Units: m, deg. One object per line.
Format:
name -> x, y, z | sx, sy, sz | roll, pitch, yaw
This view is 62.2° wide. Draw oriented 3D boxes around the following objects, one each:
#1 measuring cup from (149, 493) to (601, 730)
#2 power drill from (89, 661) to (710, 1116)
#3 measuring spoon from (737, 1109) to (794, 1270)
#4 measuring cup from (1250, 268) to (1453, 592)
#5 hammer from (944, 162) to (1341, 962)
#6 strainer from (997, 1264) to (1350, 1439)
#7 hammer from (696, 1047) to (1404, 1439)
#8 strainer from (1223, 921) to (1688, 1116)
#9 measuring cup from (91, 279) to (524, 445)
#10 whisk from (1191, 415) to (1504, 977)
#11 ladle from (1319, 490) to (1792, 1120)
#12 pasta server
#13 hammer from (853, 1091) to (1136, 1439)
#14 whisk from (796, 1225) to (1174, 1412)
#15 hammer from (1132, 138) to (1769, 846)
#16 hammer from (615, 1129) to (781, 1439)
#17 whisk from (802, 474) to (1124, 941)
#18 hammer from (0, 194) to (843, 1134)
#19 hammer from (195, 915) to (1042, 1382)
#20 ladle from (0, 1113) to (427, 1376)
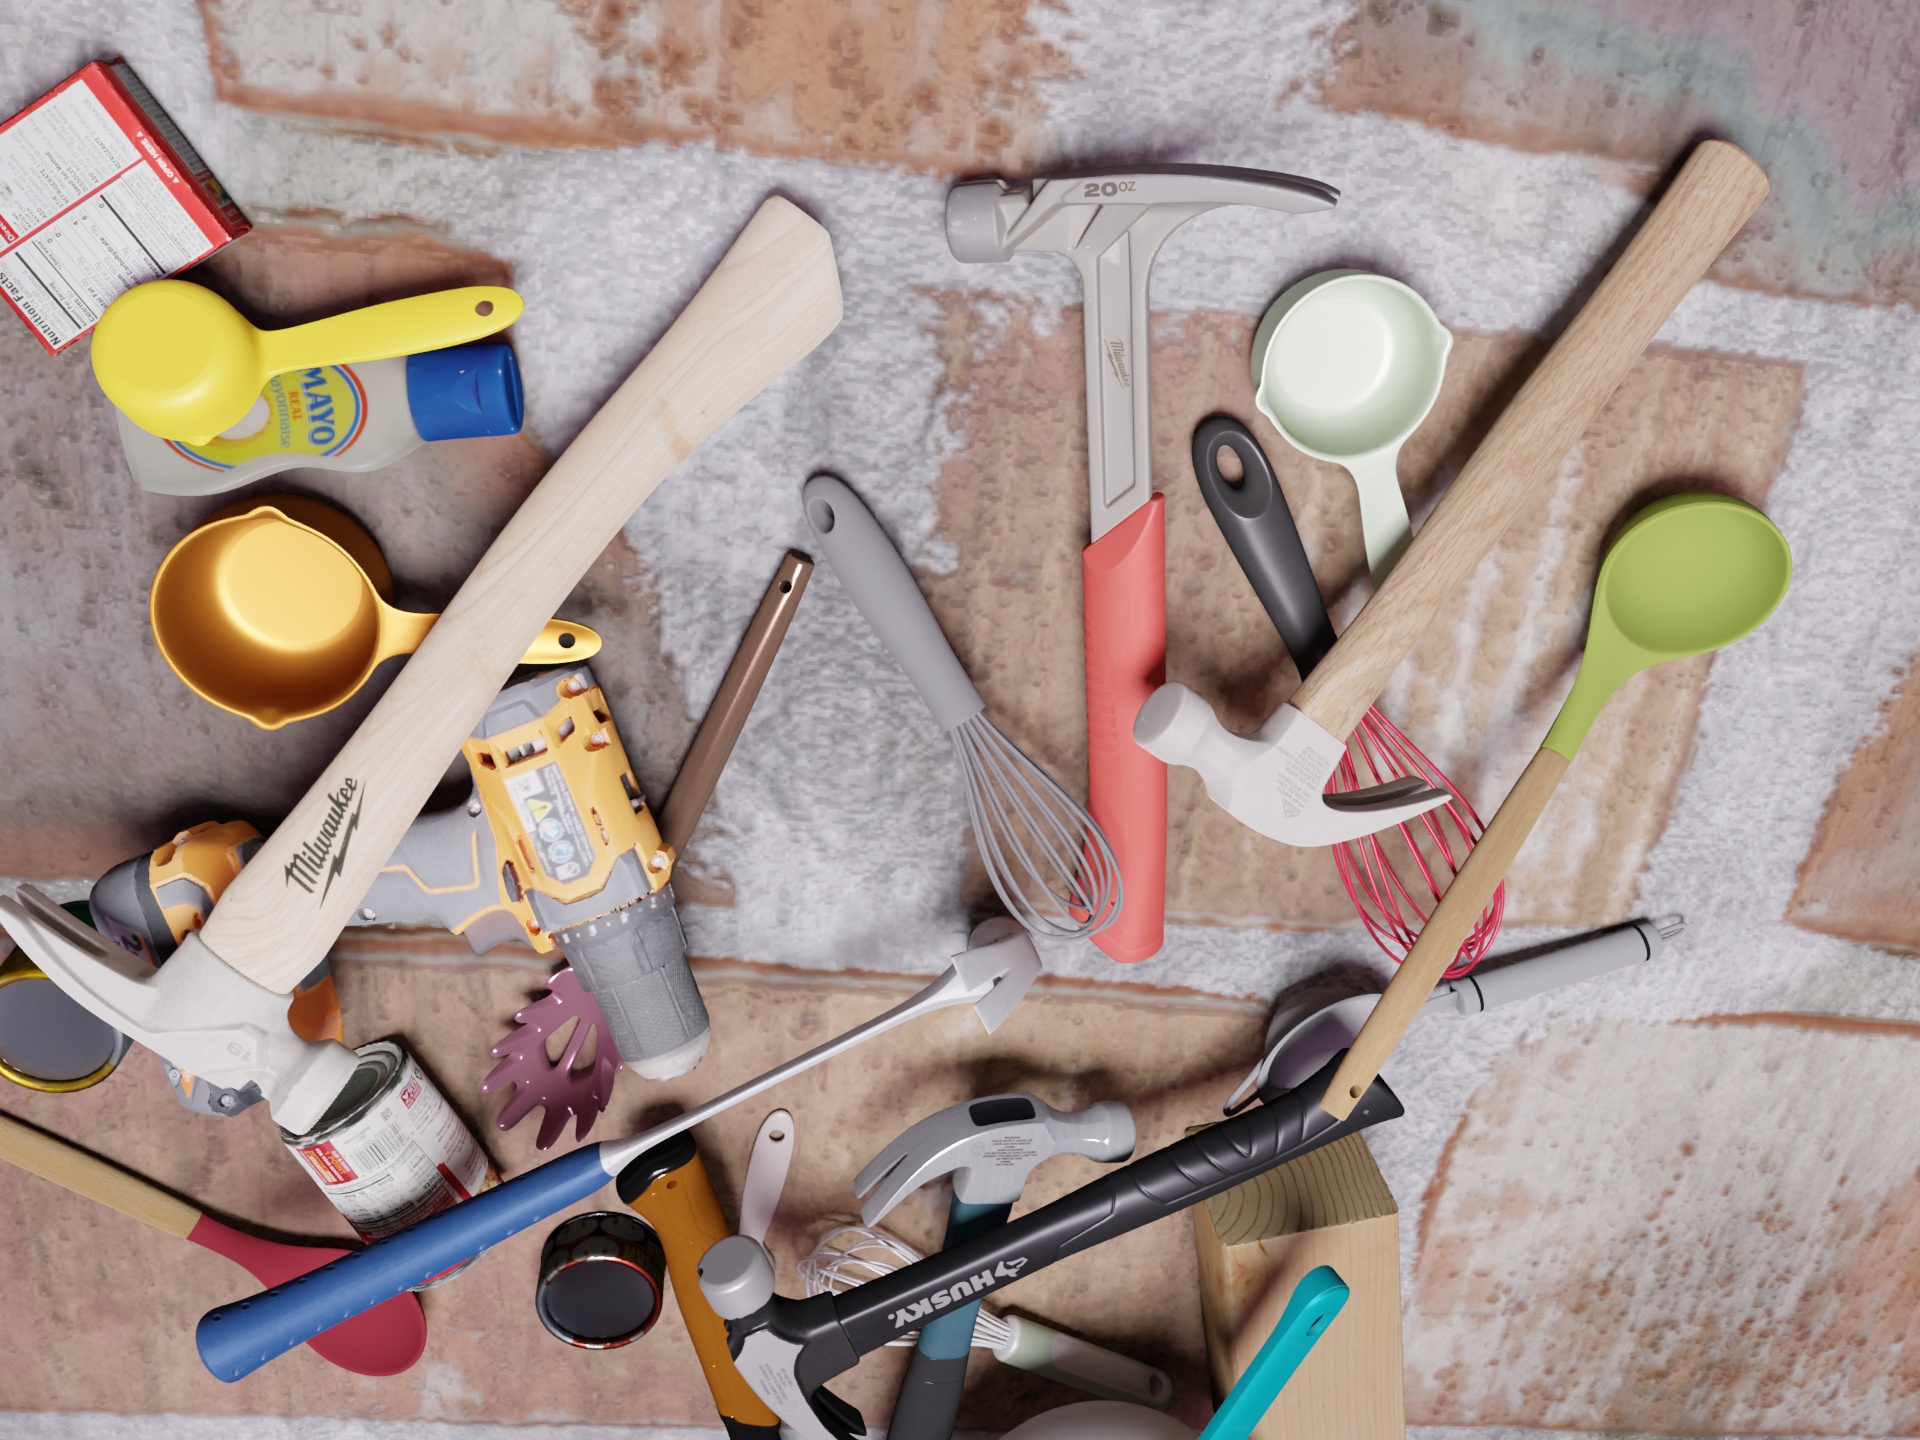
measuring cup -> -0.238, -0.046, 0.663 | 0.173, 0.052, 0.095 | 4, 113, -14
power drill -> -0.231, 0.097, 0.693 | 0.226, 0.084, 0.185 | -21, 97, 3
measuring spoon -> -0.106, 0.258, 0.833 | 0.034, 0.018, 0.124 | 11, 113, -10
measuring cup -> 0.171, -0.111, 0.679 | 0.083, 0.038, 0.167 | -18, 117, 3
hammer -> 0.079, -0.050, 0.681 | 0.149, 0.037, 0.358 | 4, 119, 17
strainer -> 0.078, 0.368, 0.792 | 0.210, 0.095, 0.340 | 8, 118, -38
hammer -> 0.056, 0.242, 0.755 | 0.335, 0.035, 0.146 | -23, 119, -5
strainer -> 0.246, 0.140, 0.801 | 0.258, 0.050, 0.086 | -16, 136, -5
measuring cup -> -0.242, -0.145, 0.591 | 0.156, 0.029, 0.062 | -12, 82, -3
whisk -> 0.174, -0.005, 0.719 | 0.073, 0.073, 0.295 | -27, 108, 7
ladle -> 0.252, 0.039, 0.690 | 0.078, 0.062, 0.320 | 35, 85, -16
pasta server -> -0.139, 0.064, 0.730 | 0.060, 0.040, 0.316 | 28, 109, -1
hammer -> -0.010, 0.332, 0.818 | 0.128, 0.033, 0.331 | 5, 114, -18
whisk -> 0.019, 0.333, 0.866 | 0.246, 0.058, 0.059 | 28, 140, -21
hammer -> 0.217, -0.089, 0.653 | 0.130, 0.031, 0.331 | 34, 95, -22
hammer -> -0.109, 0.348, 0.842 | 0.127, 0.034, 0.336 | -19, 118, -15
whisk -> -0.001, -0.002, 0.693 | 0.055, 0.055, 0.239 | -30, 100, 9
hammer -> -0.194, -0.039, 0.622 | 0.146, 0.038, 0.410 | 38, 91, -12
hammer -> -0.148, 0.190, 0.707 | 0.405, 0.144, 0.035 | -26, 86, -1
ladle -> -0.408, 0.242, 0.793 | 0.315, 0.031, 0.069 | 34, 105, -17
